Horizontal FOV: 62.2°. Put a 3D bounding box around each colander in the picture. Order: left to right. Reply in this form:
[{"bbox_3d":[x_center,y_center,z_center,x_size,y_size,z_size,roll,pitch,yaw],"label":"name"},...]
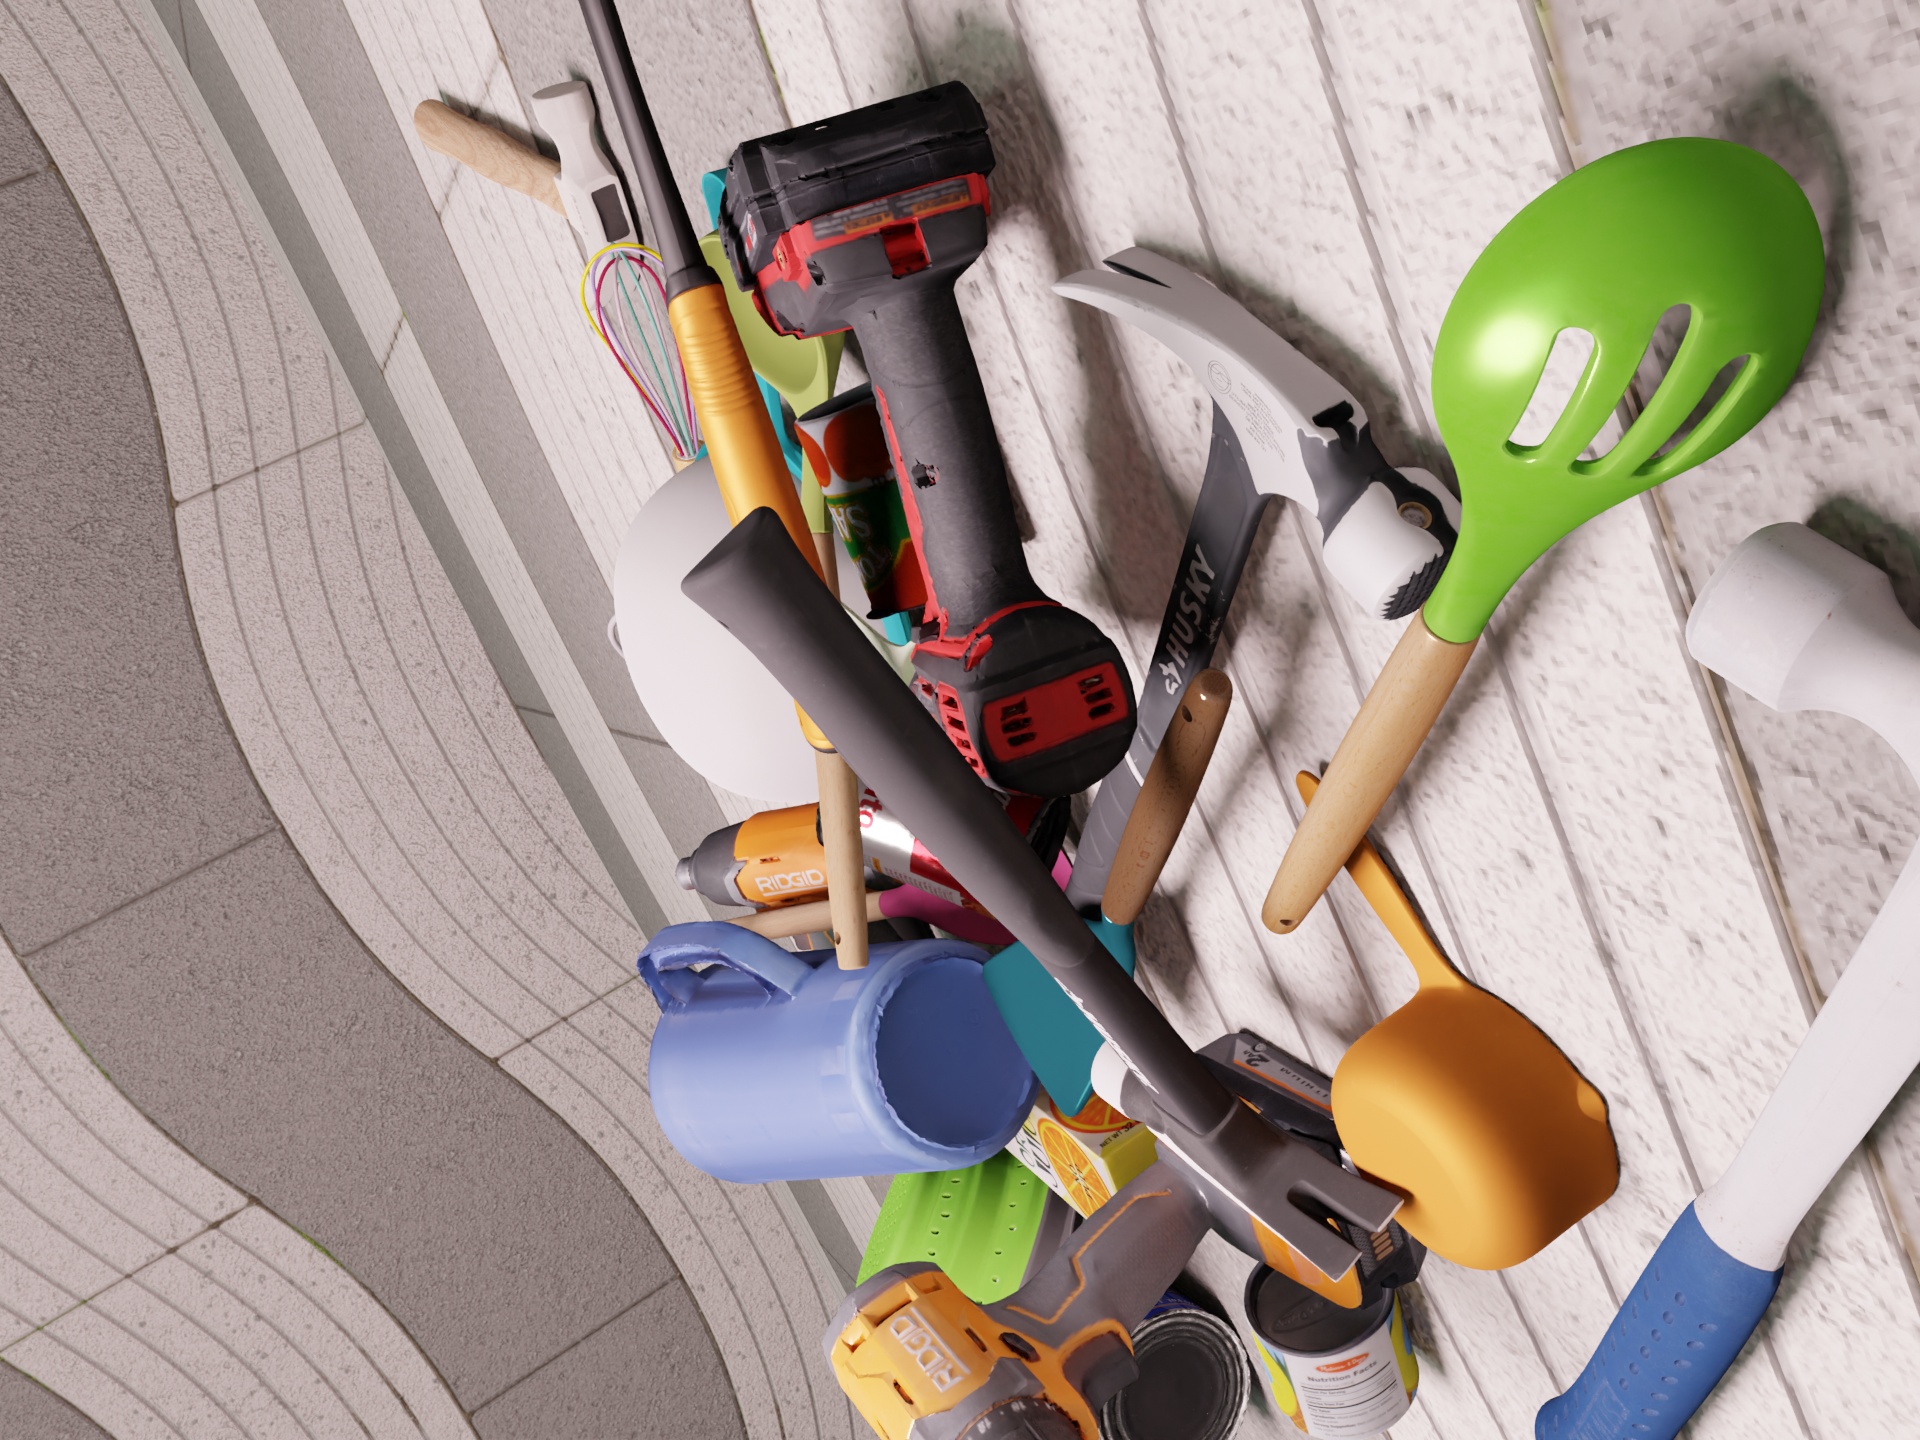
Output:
[{"bbox_3d":[-0.008,0.320,1.034,0.094,0.204,0.397,23,177,-2],"label":"colander"}]

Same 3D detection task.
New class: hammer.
[{"bbox_3d":[-0.275,-0.340,0.977,0.332,0.031,0.129,38,151,48],"label":"hammer"},{"bbox_3d":[-0.080,-0.118,0.538,0.127,0.034,0.336,-121,12,-51],"label":"hammer"},{"bbox_3d":[0.026,0.061,0.496,0.146,0.035,0.334,28,161,53],"label":"hammer"},{"bbox_3d":[0.070,0.001,0.599,0.149,0.036,0.408,53,160,22],"label":"hammer"},{"bbox_3d":[0.216,0.137,0.425,0.144,0.035,0.405,46,156,36],"label":"hammer"}]

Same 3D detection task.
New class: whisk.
[{"bbox_3d":[-0.168,-0.174,0.927,0.051,0.047,0.244,37,155,32],"label":"whisk"}]

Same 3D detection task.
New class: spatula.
[{"bbox_3d":[0.057,0.068,0.609,0.082,0.044,0.317,58,162,23],"label":"spatula"}]

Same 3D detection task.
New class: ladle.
[{"bbox_3d":[-0.070,-0.052,0.678,0.078,0.062,0.320,-7,88,61],"label":"ladle"}]

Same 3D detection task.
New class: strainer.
[{"bbox_3d":[-0.122,-0.091,0.787,0.211,0.095,0.340,32,138,42],"label":"strainer"}]

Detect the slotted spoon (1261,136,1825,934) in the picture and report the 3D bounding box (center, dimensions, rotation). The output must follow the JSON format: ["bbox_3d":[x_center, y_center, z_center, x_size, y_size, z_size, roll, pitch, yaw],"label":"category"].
[{"bbox_3d":[0.120,-0.011,0.408,0.313,0.070,0.031,98,179,-59],"label":"slotted spoon"}]

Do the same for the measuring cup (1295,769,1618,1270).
[{"bbox_3d":[0.143,0.102,0.528,0.173,0.052,0.095,58,161,0],"label":"measuring cup"}]

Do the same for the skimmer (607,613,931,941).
[{"bbox_3d":[-0.098,0.067,1.024,0.127,0.090,0.363,-14,109,40],"label":"skimmer"}]

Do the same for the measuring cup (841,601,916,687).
[{"bbox_3d":[-0.021,-0.038,0.711,0.168,0.038,0.083,36,144,23],"label":"measuring cup"}]

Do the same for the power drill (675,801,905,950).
[{"bbox_3d":[-0.078,0.153,1.012,0.164,0.084,0.226,-10,117,28],"label":"power drill"}]

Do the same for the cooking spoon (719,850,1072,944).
[{"bbox_3d":[-0.058,0.106,0.893,0.319,0.017,0.068,-16,107,42],"label":"cooking spoon"}]

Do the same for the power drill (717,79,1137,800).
[{"bbox_3d":[-0.009,-0.084,0.540,0.143,0.078,0.219,-157,49,-78],"label":"power drill"}]

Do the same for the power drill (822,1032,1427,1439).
[{"bbox_3d":[0.076,0.232,0.617,0.185,0.226,0.084,23,139,60],"label":"power drill"}]
